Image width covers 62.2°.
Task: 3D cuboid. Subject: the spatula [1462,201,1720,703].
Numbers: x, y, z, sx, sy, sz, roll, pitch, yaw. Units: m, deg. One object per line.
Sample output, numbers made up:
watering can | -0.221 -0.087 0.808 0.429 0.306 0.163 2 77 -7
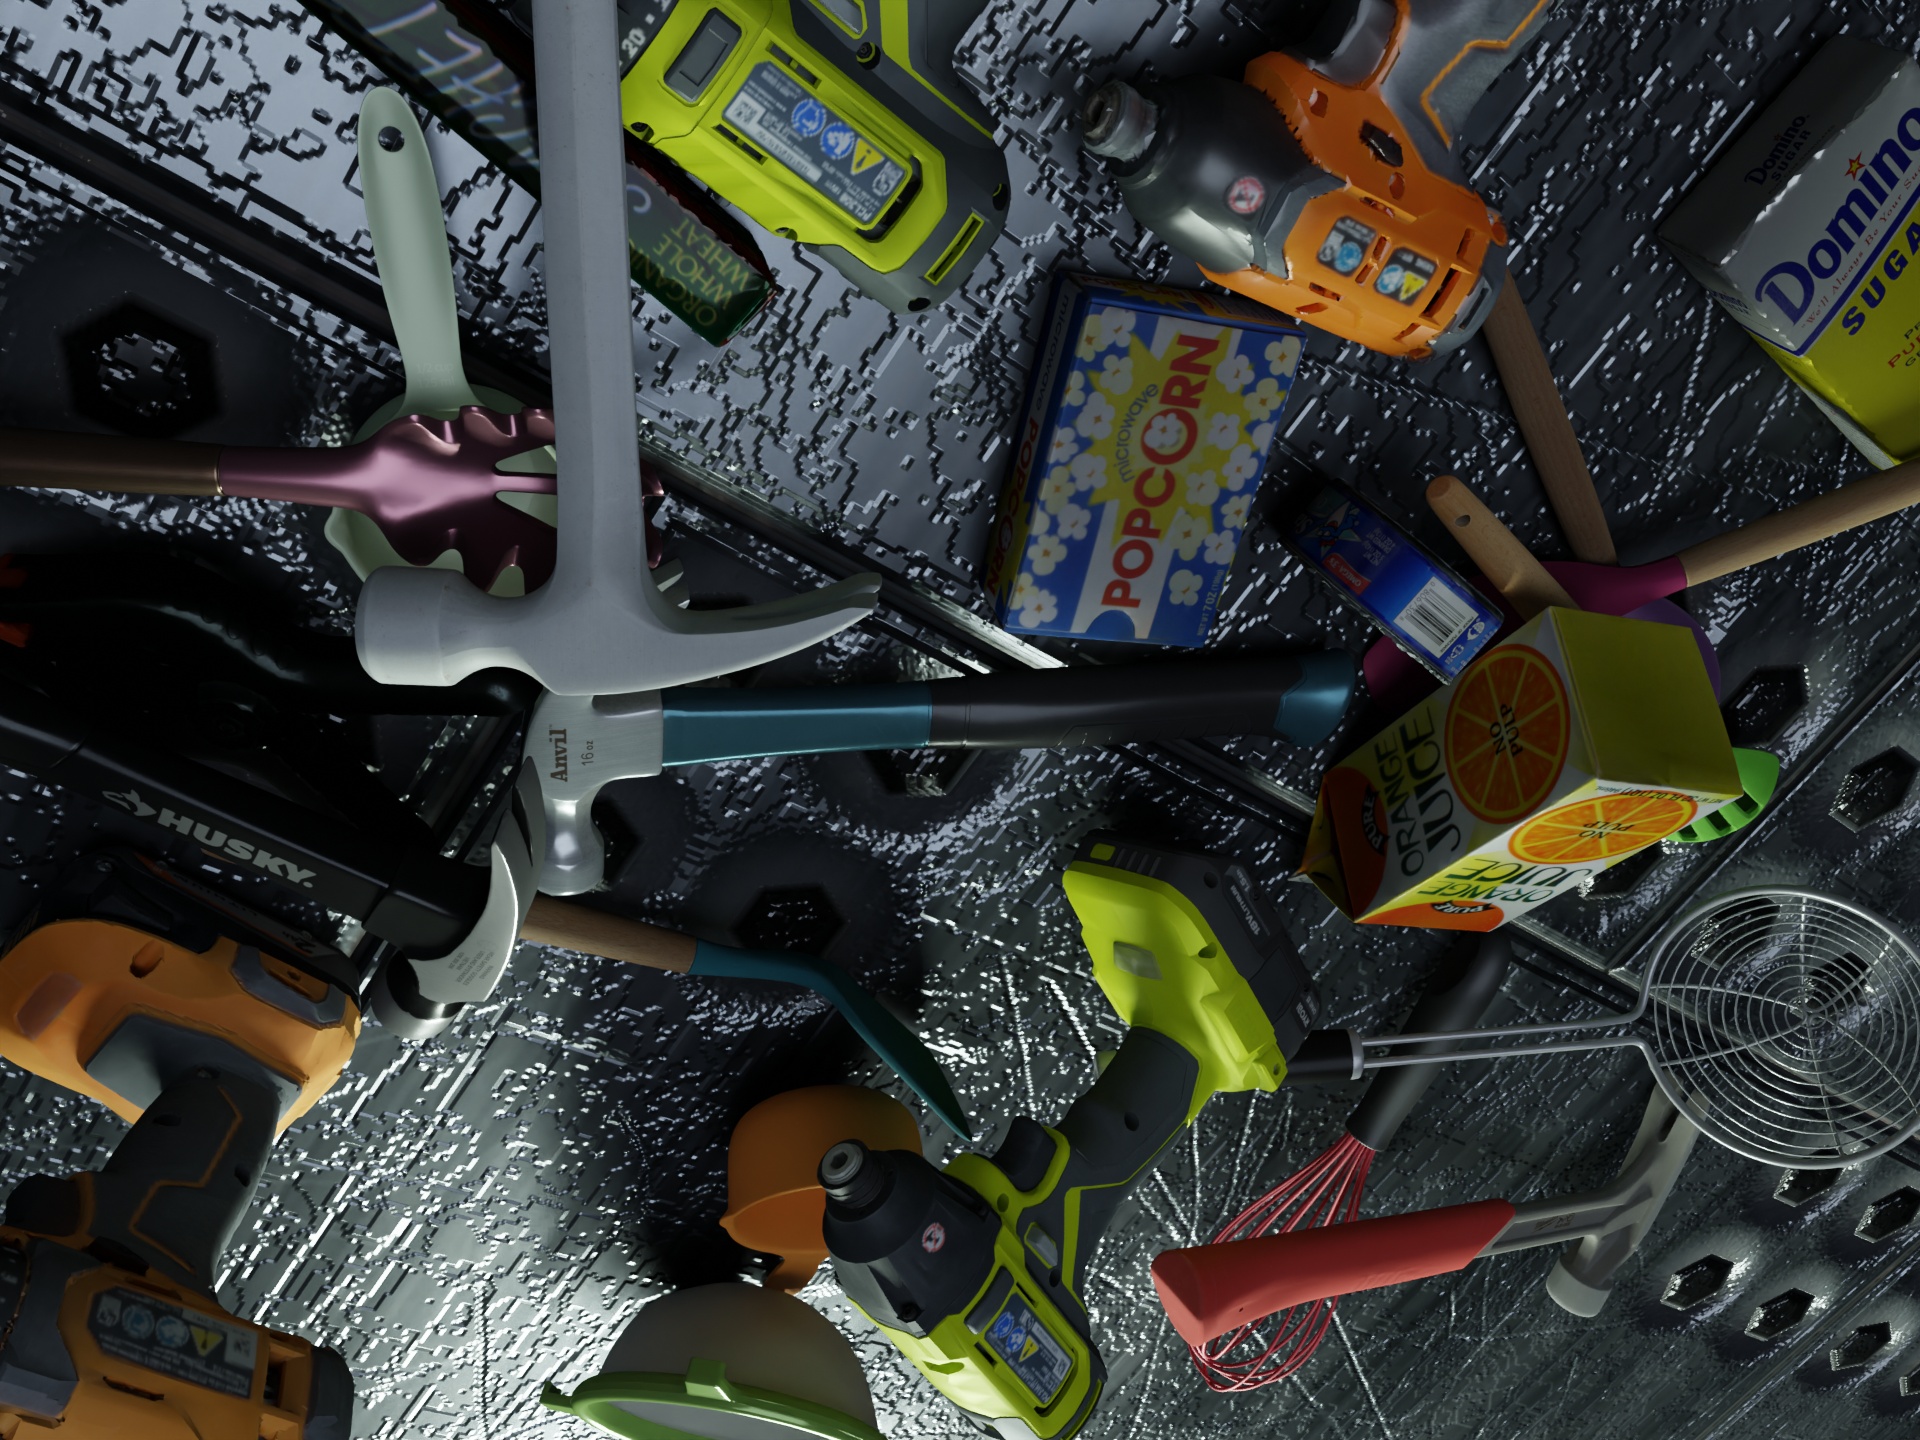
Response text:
spatula | 0.260 -0.083 0.659 0.060 0.018 0.315 -32 126 9

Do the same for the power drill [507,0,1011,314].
power drill | -0.021 -0.250 0.433 0.190 0.080 0.228 31 111 -30

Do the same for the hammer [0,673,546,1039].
hammer | -0.288 0.001 0.493 0.334 0.035 0.146 28 135 -20

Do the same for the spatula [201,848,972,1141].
spatula | -0.135 0.097 0.629 0.317 0.082 0.044 18 102 -20

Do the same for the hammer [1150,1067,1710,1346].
hammer | 0.242 0.253 0.795 0.358 0.037 0.149 6 111 -36

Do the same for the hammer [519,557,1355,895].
hammer | -0.001 -0.002 0.620 0.331 0.033 0.128 -3 123 -16

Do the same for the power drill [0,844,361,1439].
power drill | -0.280 0.136 0.499 0.084 0.226 0.185 -45 123 12

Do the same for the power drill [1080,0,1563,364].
power drill | 0.141 -0.232 0.482 0.164 0.084 0.226 10 121 -34

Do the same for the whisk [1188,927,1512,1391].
whisk | 0.197 0.227 0.811 0.073 0.073 0.295 18 109 -26

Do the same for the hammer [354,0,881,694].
hammer | -0.088 -0.198 0.384 0.144 0.035 0.405 2 111 -1

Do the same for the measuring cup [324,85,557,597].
measuring cup | -0.164 -0.112 0.498 0.083 0.038 0.167 -8 121 -12

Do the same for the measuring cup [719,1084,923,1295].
measuring cup | -0.071 0.220 0.734 0.095 0.052 0.173 5 144 -17

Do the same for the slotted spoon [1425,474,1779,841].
slotted spoon | 0.274 -0.015 0.672 0.070 0.031 0.313 -32 134 27

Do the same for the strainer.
strainer | -0.059 0.326 0.768 0.256 0.069 0.151 30 141 -28

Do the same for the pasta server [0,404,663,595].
pasta server | -0.244 -0.073 0.462 0.316 0.040 0.060 3 111 -6

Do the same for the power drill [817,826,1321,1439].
power drill | 0.044 0.156 0.635 0.223 0.080 0.171 -51 127 -26

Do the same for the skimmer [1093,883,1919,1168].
skimmer | 0.245 0.148 0.718 0.363 0.090 0.127 -4 85 -2

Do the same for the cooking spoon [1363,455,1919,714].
cooking spoon | 0.321 -0.071 0.653 0.319 0.017 0.068 -22 129 11
